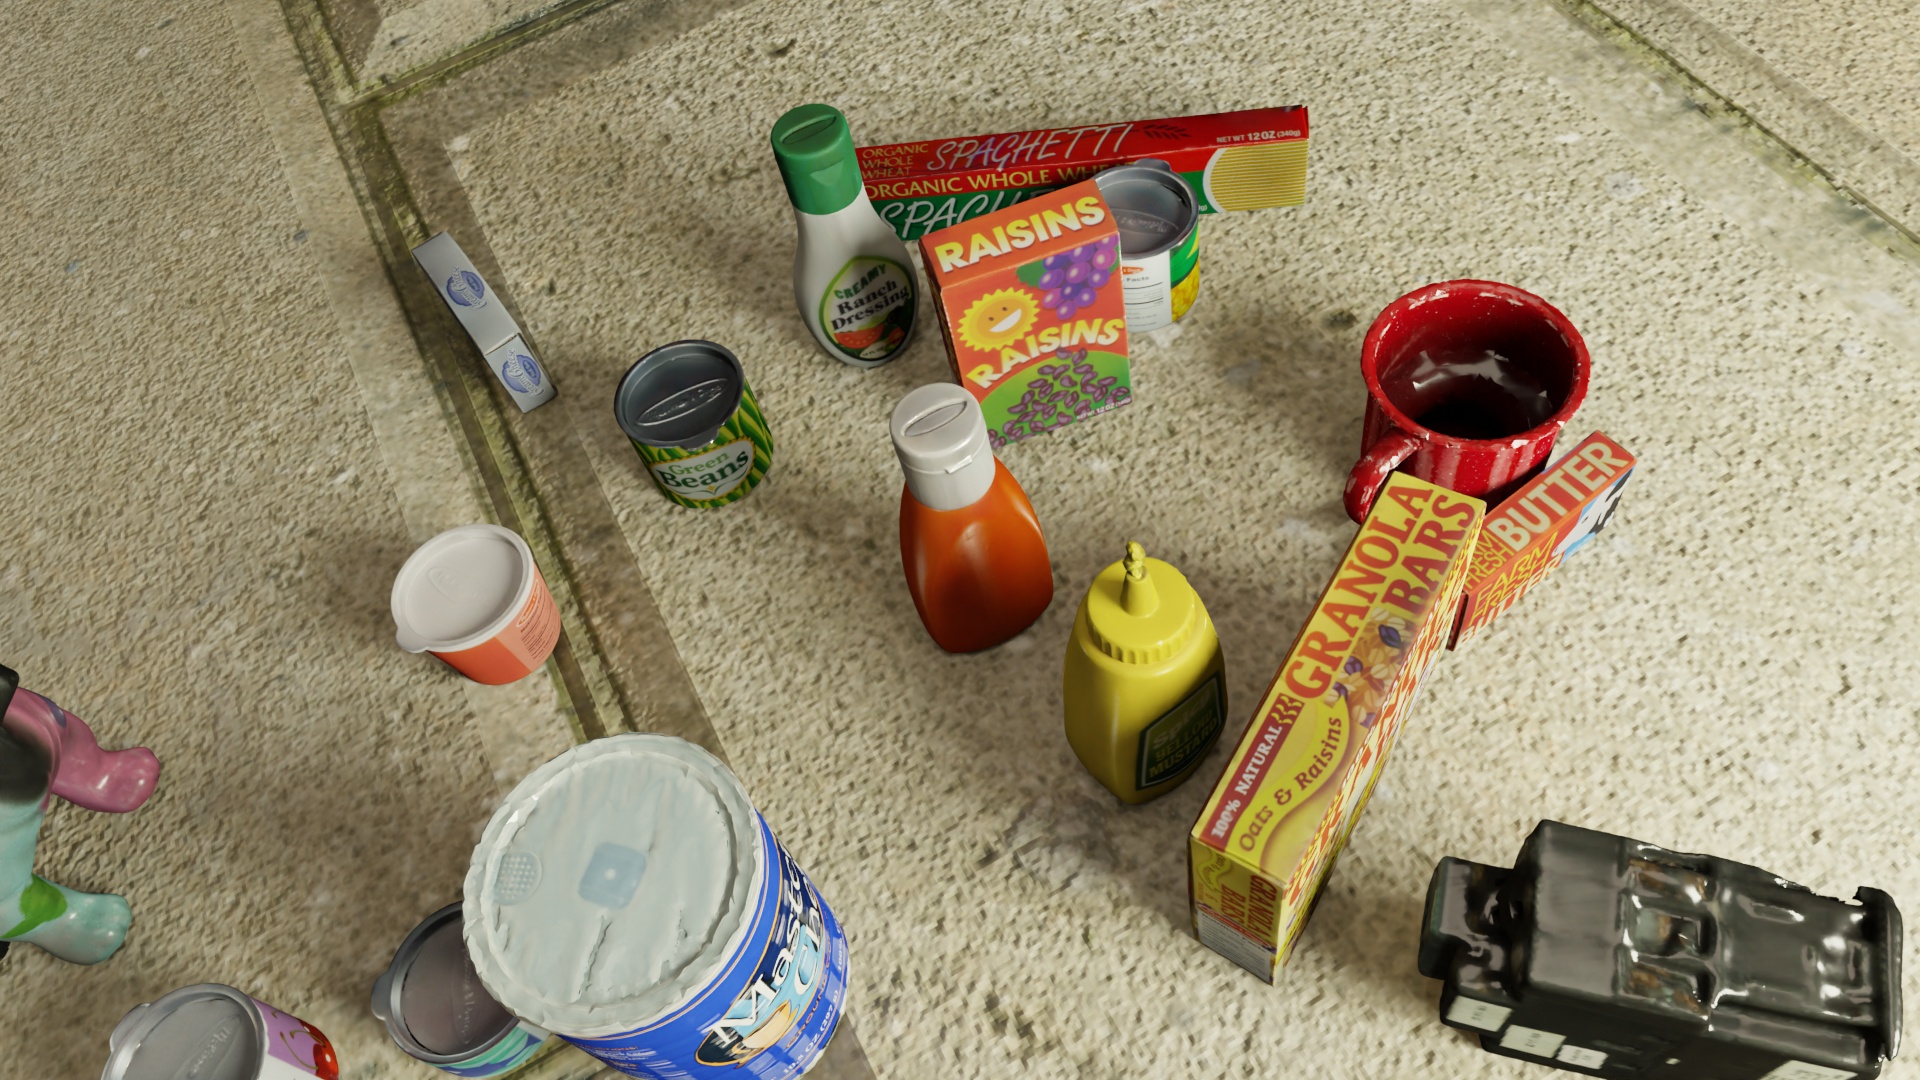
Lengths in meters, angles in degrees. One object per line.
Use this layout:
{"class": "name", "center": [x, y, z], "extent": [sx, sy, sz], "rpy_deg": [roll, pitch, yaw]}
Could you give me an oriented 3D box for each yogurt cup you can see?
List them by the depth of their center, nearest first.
{"class": "yogurt cup", "center": [-0.227, 0.033, 0.662], "extent": [0.072, 0.053, 0.073], "rpy_deg": [-5, 57, 7]}

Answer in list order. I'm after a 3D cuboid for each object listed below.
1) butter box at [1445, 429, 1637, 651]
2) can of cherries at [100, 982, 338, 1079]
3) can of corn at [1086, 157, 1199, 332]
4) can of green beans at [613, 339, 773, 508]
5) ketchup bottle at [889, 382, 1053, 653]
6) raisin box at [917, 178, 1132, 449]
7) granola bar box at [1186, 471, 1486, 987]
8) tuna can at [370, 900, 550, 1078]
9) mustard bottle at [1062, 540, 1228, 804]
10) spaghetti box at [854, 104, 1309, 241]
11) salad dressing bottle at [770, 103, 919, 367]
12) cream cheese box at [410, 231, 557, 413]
{"class": "butter box", "center": [0.243, 0.001, 0.599], "extent": [0.104, 0.053, 0.024], "rpy_deg": [-35, 59, -13]}
{"class": "can of cherries", "center": [-0.295, 0.215, 0.555], "extent": [0.071, 0.058, 0.072], "rpy_deg": [-5, 57, 7]}
{"class": "can of corn", "center": [0.092, -0.153, 0.721], "extent": [0.071, 0.058, 0.071], "rpy_deg": [-5, 57, 7]}
{"class": "can of green beans", "center": [-0.133, -0.058, 0.701], "extent": [0.071, 0.057, 0.071], "rpy_deg": [-5, 57, 7]}
{"class": "ketchup bottle", "center": [0.002, -0.007, 0.590], "extent": [0.065, 0.148, 0.044], "rpy_deg": [-28, 57, -7]}
{"class": "raisin box", "center": [0.034, -0.104, 0.661], "extent": [0.086, 0.123, 0.040], "rpy_deg": [-18, 57, -1]}
{"class": "granola bar box", "center": [0.141, 0.073, 0.529], "extent": [0.039, 0.123, 0.166], "rpy_deg": [25, 65, 23]}
{"class": "tuna can", "center": [-0.201, 0.185, 0.572], "extent": [0.071, 0.032, 0.071], "rpy_deg": [-5, 57, 7]}
{"class": "mustard bottle", "center": [0.070, 0.049, 0.535], "extent": [0.065, 0.159, 0.049], "rpy_deg": [-37, 59, -13]}
{"class": "spaghetti box", "center": [0.063, -0.199, 0.761], "extent": [0.250, 0.050, 0.029], "rpy_deg": [-3, 58, 8]}
{"class": "salad dressing bottle", "center": [-0.059, -0.149, 0.692], "extent": [0.064, 0.147, 0.044], "rpy_deg": [-27, 57, -7]}
{"class": "cream cheese box", "center": [-0.263, -0.121, 0.767], "extent": [0.024, 0.053, 0.104], "rpy_deg": [-35, 59, -12]}
